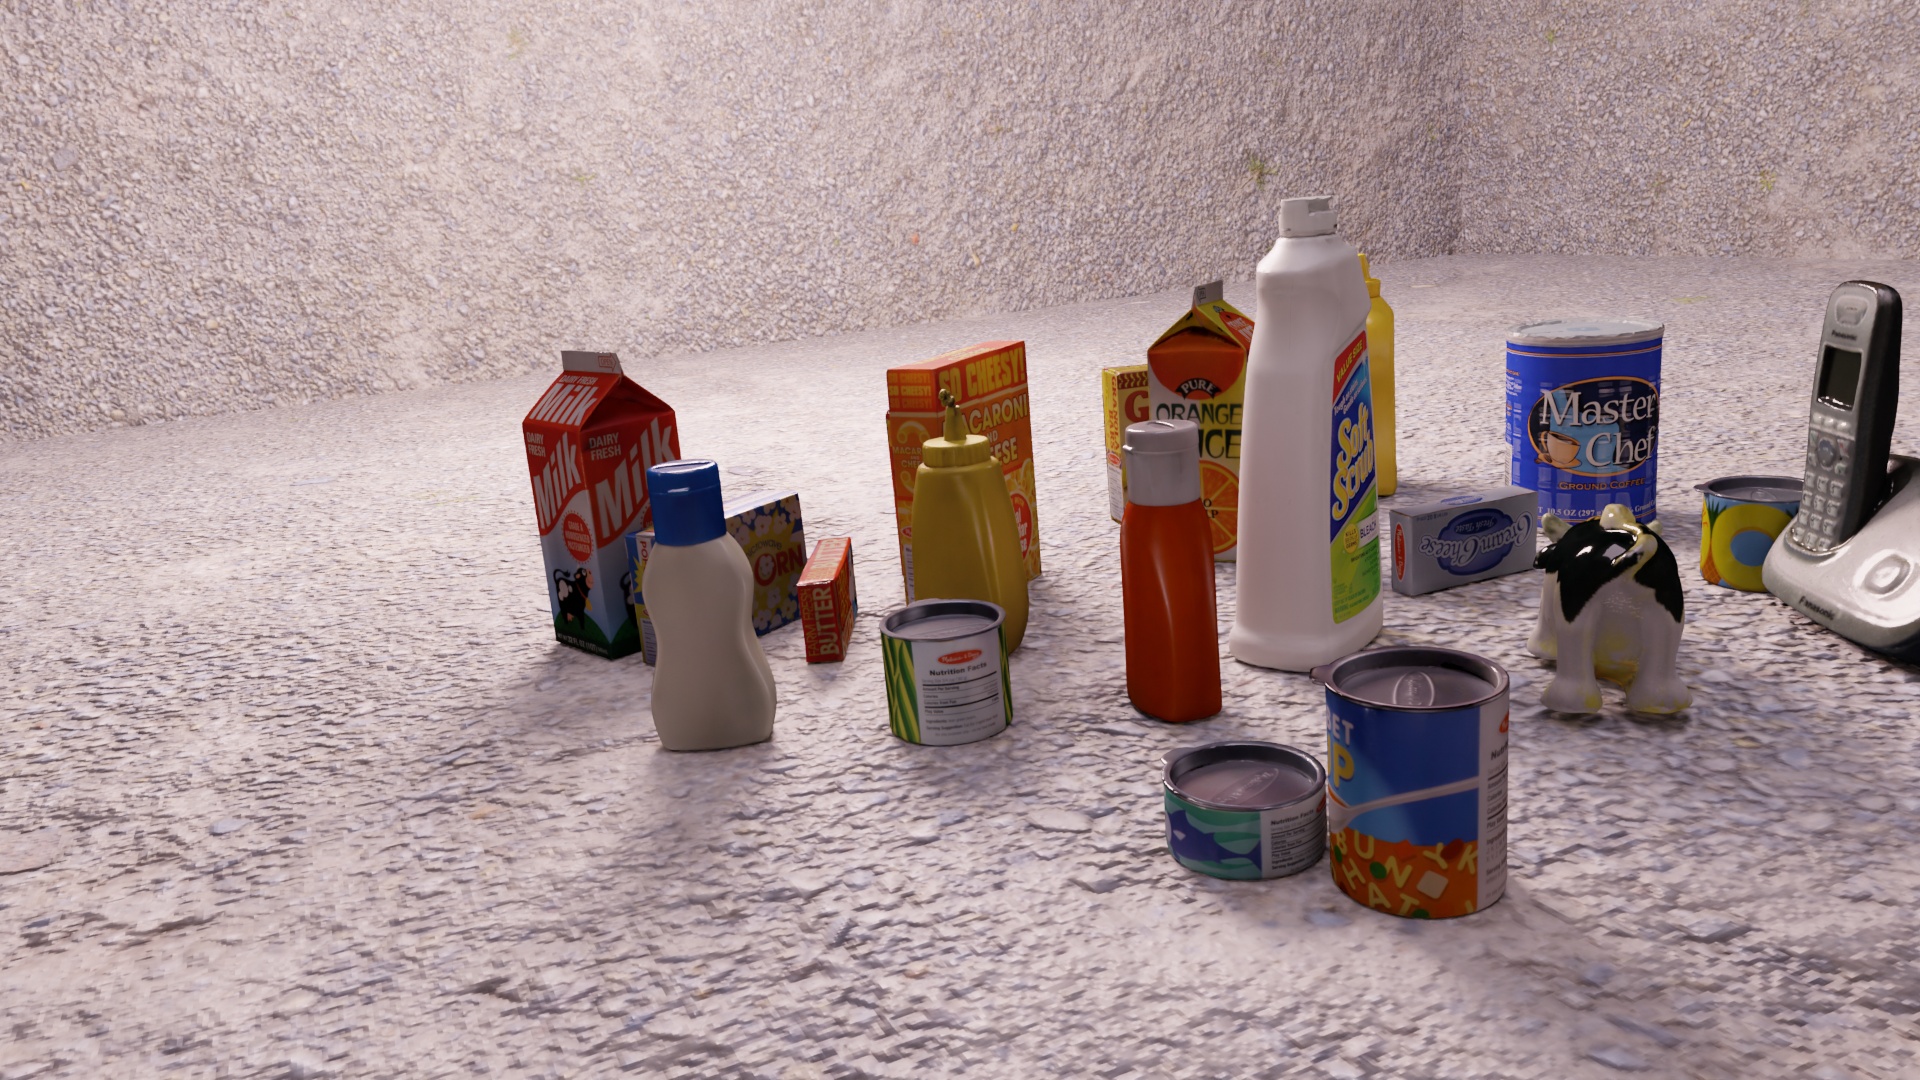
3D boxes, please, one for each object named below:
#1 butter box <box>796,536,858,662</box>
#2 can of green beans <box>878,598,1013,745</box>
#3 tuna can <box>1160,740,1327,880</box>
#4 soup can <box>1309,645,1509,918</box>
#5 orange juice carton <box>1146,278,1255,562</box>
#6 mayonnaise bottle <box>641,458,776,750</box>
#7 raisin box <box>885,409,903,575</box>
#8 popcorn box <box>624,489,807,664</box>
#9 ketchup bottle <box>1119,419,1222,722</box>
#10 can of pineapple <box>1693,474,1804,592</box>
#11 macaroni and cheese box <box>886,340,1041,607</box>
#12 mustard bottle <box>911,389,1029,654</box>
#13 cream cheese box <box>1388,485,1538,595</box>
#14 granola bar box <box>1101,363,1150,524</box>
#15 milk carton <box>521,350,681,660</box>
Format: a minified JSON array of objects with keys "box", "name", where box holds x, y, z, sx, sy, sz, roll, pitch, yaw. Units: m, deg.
[{"box":[-0.082,0.036,0.877,0.024,0.053,0.104,-4,14,3],"name":"butter box"},{"box":[-0.007,0.068,0.722,0.071,0.057,0.071,-5,14,1],"name":"can of green beans"},{"box":[0.114,0.109,0.571,0.071,0.032,0.071,-5,14,1],"name":"tuna can"},{"box":[0.170,0.090,0.528,0.071,0.083,0.071,-5,14,1],"name":"soup can"},{"box":[0.180,-0.086,0.985,0.073,0.192,0.072,3,16,27],"name":"orange juice carton"},{"box":[-0.133,0.033,0.716,0.065,0.147,0.041,-5,14,-1],"name":"mayonnaise bottle"},{"box":[-0.008,-0.042,1.014,0.040,0.123,0.086,7,18,39],"name":"raisin box"},{"box":[-0.151,0.022,0.890,0.038,0.085,0.127,5,17,34],"name":"popcorn box"},{"box":[0.105,0.014,0.710,0.043,0.148,0.065,-9,15,-15],"name":"ketchup bottle"},{"box":[0.483,-0.005,0.840,0.071,0.057,0.071,-5,14,1],"name":"can of pineapple"},{"box":[0.004,-0.041,0.921,0.040,0.166,0.124,3,16,30],"name":"macaroni and cheese box"},{"box":[0.003,-0.010,0.814,0.065,0.159,0.049,3,16,29],"name":"mustard bottle"},{"box":[0.320,0.000,0.884,0.104,0.053,0.024,-11,15,-22],"name":"cream cheese box"},{"box":[0.198,-0.085,1.107,0.166,0.124,0.039,-9,15,-15],"name":"granola bar box"},{"box":[-0.226,-0.027,0.895,0.072,0.190,0.074,9,20,44],"name":"milk carton"}]
